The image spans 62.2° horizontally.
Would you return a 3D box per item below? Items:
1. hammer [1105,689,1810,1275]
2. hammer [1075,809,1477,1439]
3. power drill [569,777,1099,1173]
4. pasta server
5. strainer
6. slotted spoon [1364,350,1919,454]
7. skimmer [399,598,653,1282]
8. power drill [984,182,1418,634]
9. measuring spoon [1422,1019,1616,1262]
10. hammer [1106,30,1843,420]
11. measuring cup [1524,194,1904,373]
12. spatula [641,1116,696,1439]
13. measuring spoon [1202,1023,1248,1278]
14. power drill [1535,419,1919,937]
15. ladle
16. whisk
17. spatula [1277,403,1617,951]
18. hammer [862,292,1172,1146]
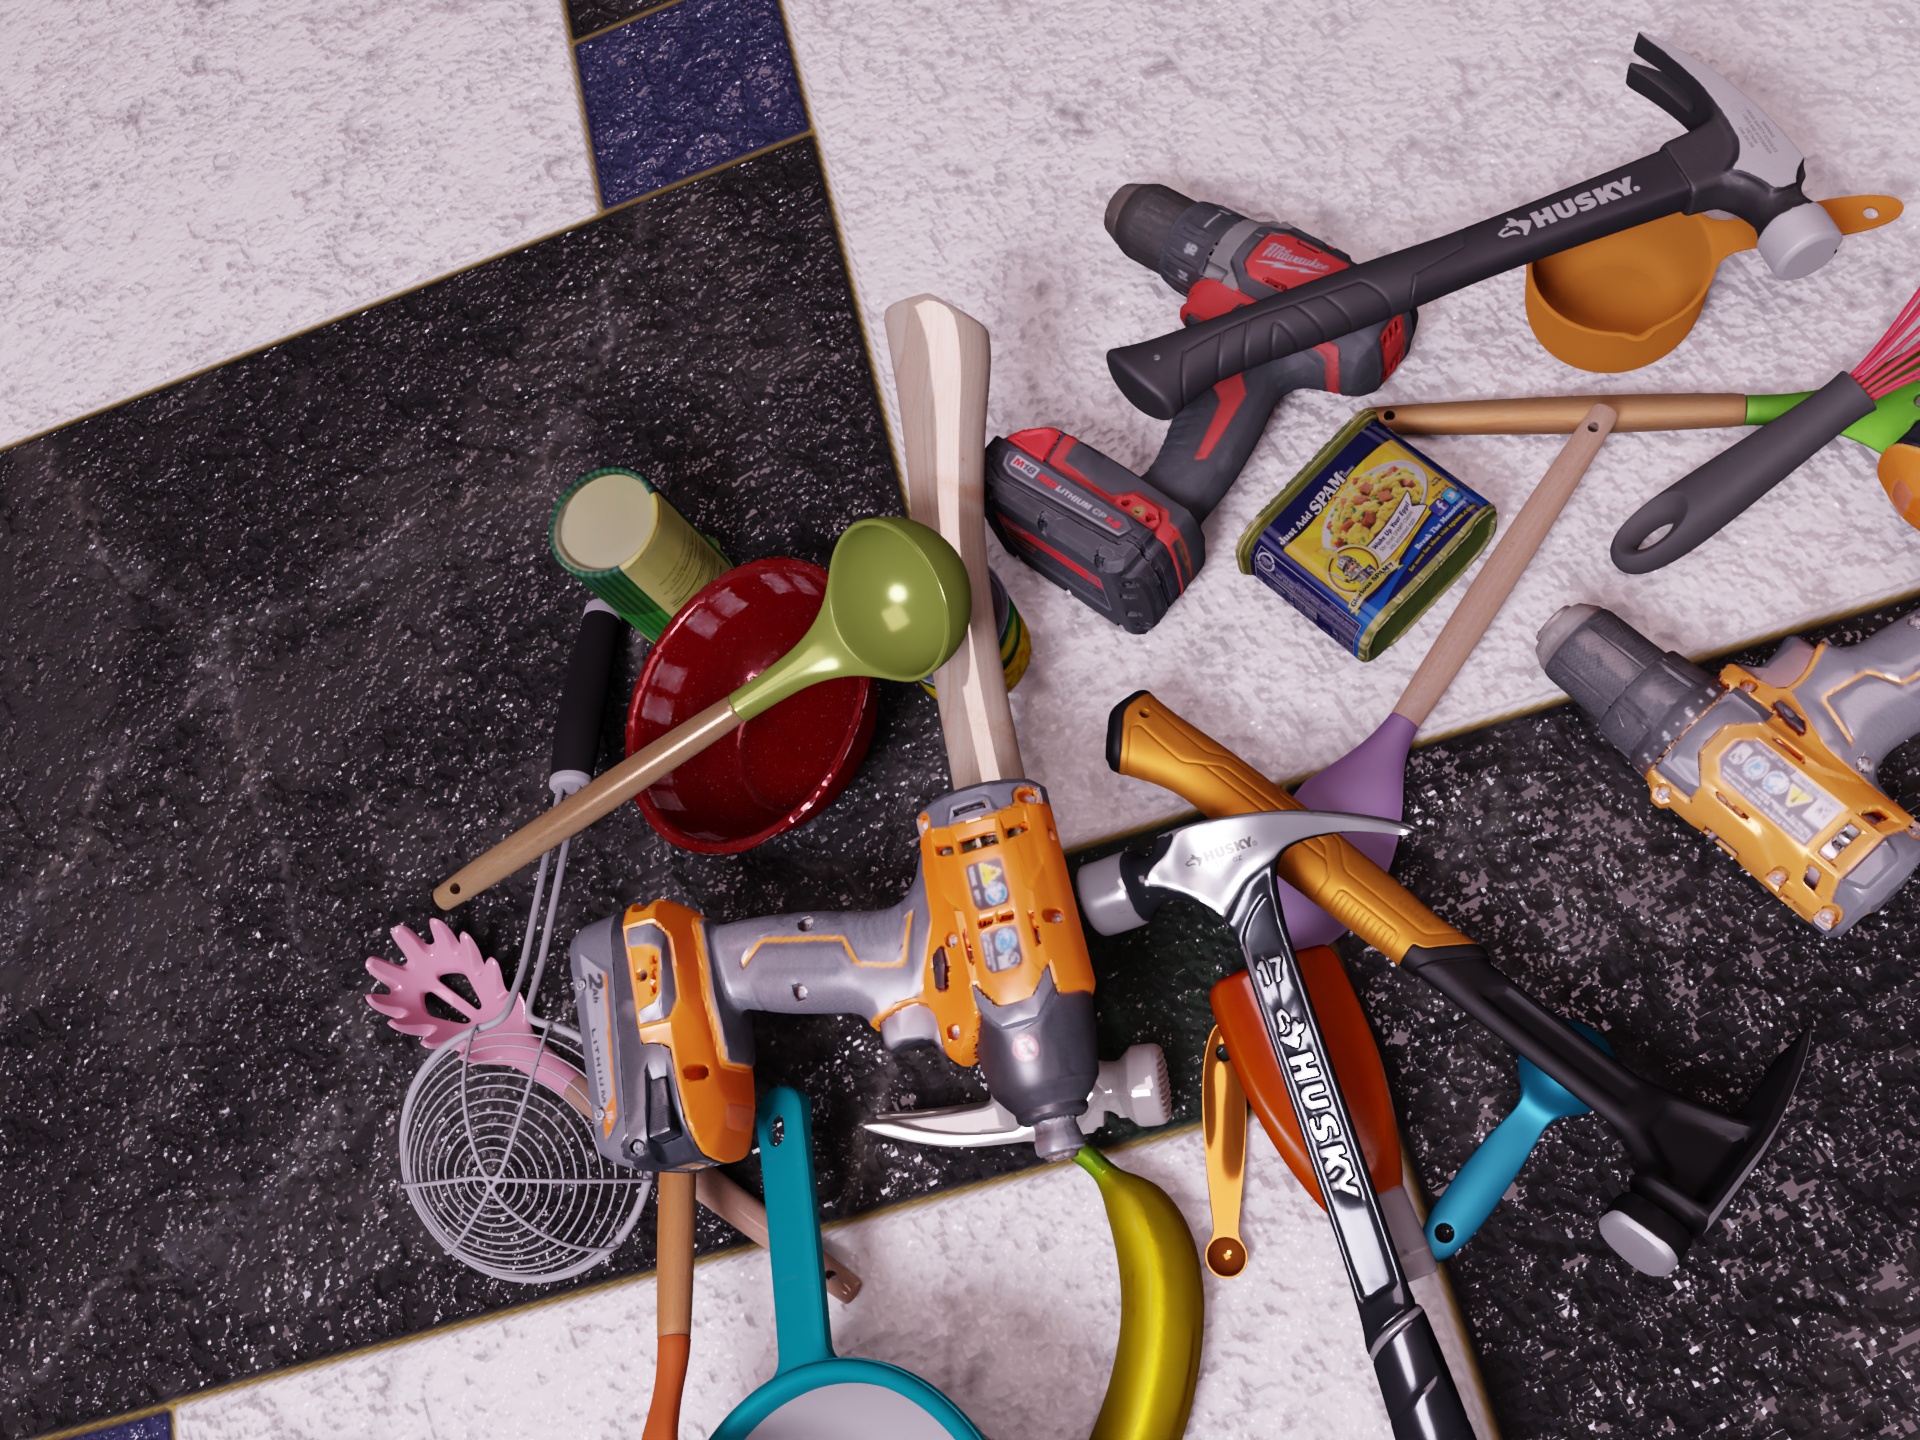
[{"bbox_3d":[0.204,0.087,0.720,0.337,0.034,0.127,39,63,24],"label":"hammer"},{"bbox_3d":[0.178,0.231,0.657,0.149,0.036,0.409,-22,79,23],"label":"hammer"},{"bbox_3d":[-0.050,0.134,0.710,0.226,0.084,0.164,-18,69,11],"label":"power drill"},{"bbox_3d":[-0.180,0.200,0.812,0.316,0.040,0.060,29,69,21],"label":"pasta server"},{"bbox_3d":[-0.038,0.330,0.700,0.211,0.095,0.341,-30,51,26],"label":"strainer"},{"bbox_3d":[0.360,-0.151,0.788,0.314,0.031,0.070,2,80,18],"label":"slotted spoon"},{"bbox_3d":[-0.206,0.099,0.836,0.127,0.090,0.364,-4,53,8],"label":"skimmer"},{"bbox_3d":[0.104,-0.179,0.845,0.188,0.080,0.227,37,81,26],"label":"power drill"},{"bbox_3d":[0.244,0.187,0.704,0.042,0.021,0.128,36,84,23],"label":"measuring spoon"},{"bbox_3d":[0.233,-0.226,0.777,0.335,0.035,0.146,-20,65,3],"label":"hammer"},{"bbox_3d":[0.372,-0.226,0.798,0.173,0.052,0.095,-9,69,11],"label":"measuring cup"},{"bbox_3d":[-0.124,0.262,0.732,0.081,0.041,0.323,-34,43,28],"label":"spatula"},{"bbox_3d":[0.124,0.199,0.743,0.021,0.011,0.117,-4,67,16],"label":"measuring spoon"},{"bbox_3d":[0.392,-0.044,0.707,0.226,0.084,0.185,-47,65,7],"label":"power drill"},{"bbox_3d":[-0.132,0.008,0.759,0.320,0.062,0.078,-32,84,12],"label":"ladle"},{"bbox_3d":[0.425,-0.163,0.720,0.296,0.073,0.073,-40,64,23],"label":"whisk"},{"bbox_3d":[0.233,-0.020,0.775,0.060,0.018,0.316,32,87,19],"label":"spatula"},{"bbox_3d":[-0.001,-0.002,0.775,0.146,0.038,0.411,-10,85,13],"label":"hammer"}]
